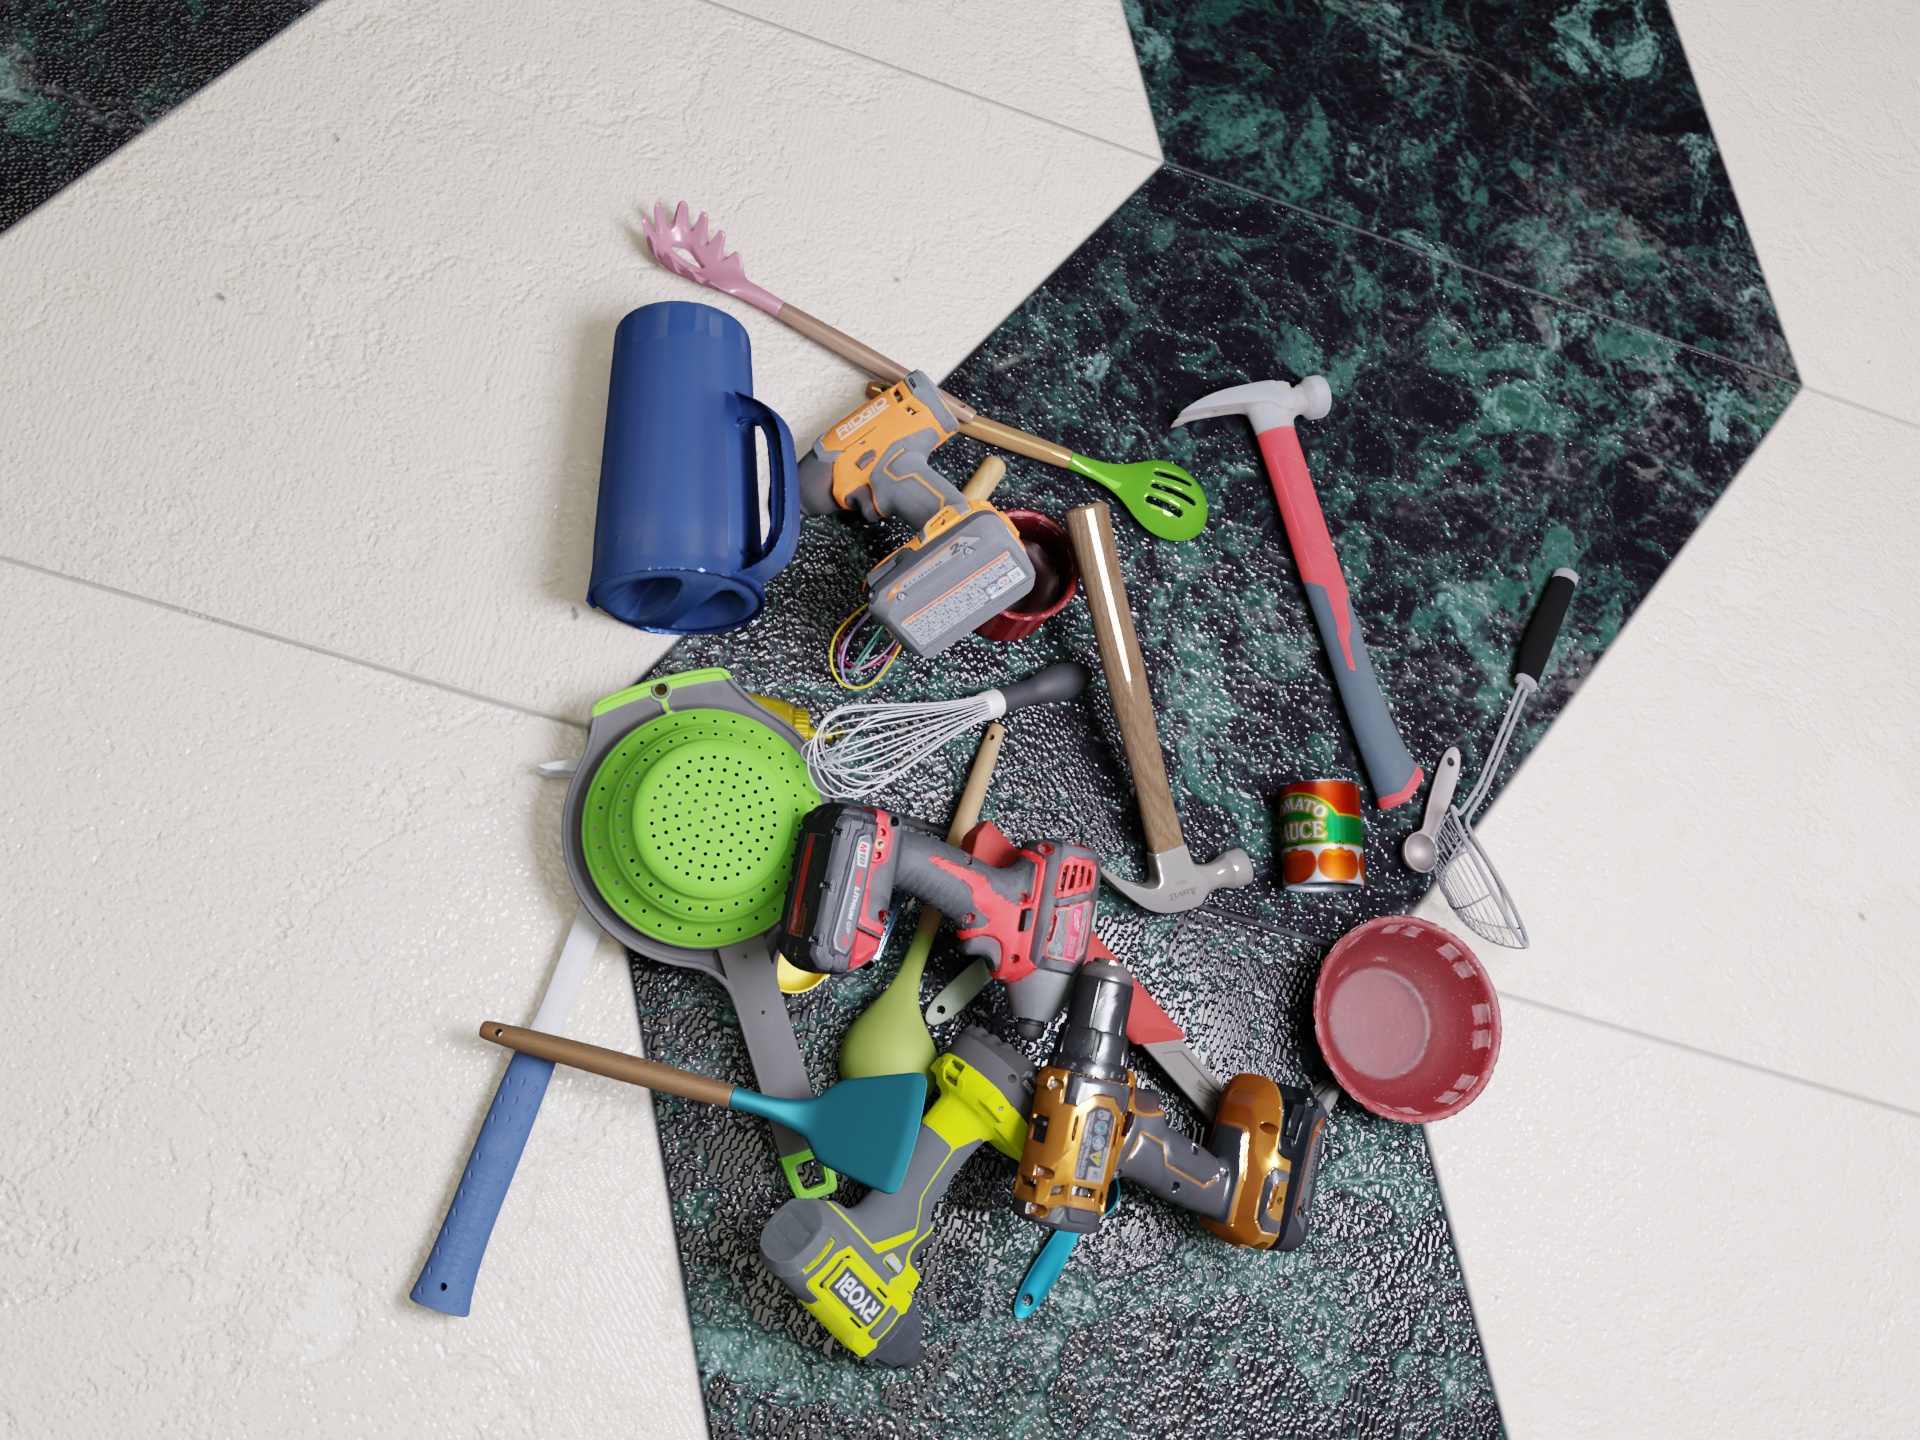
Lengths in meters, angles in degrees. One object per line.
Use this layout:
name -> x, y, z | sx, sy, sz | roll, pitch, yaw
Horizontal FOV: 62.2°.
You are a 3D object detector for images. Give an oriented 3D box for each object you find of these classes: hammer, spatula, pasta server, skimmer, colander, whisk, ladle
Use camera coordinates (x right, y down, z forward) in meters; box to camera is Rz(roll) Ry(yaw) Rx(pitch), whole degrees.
hammer -> 0.134, -0.007, 1.253 | 0.130, 0.031, 0.331 | -17, 98, -16
spatula -> -0.183, 0.249, 1.096 | 0.317, 0.044, 0.082 | 13, 68, 5
pasta server -> -0.124, -0.334, 1.325 | 0.316, 0.040, 0.060 | 30, 57, 1
skimmer -> 0.485, 0.020, 1.340 | 0.127, 0.090, 0.363 | 46, 62, -37
colander -> -0.155, 0.151, 1.132 | 0.204, 0.094, 0.397 | -17, 85, -16
whisk -> -0.033, -0.126, 1.297 | 0.047, 0.051, 0.245 | 32, 68, 4
whisk -> -0.002, -0.005, 1.231 | 0.284, 0.070, 0.070 | -19, 79, -36
hammer -> -0.303, 0.217, 1.151 | 0.144, 0.035, 0.406 | 21, 72, -6
ladle -> -0.016, 0.147, 1.231 | 0.078, 0.062, 0.320 | 10, 63, 20
hammer -> 0.300, -0.108, 1.363 | 0.143, 0.038, 0.386 | -12, 78, -13
hammer -> 0.134, 0.211, 1.216 | 0.149, 0.037, 0.359 | -44, 97, -18

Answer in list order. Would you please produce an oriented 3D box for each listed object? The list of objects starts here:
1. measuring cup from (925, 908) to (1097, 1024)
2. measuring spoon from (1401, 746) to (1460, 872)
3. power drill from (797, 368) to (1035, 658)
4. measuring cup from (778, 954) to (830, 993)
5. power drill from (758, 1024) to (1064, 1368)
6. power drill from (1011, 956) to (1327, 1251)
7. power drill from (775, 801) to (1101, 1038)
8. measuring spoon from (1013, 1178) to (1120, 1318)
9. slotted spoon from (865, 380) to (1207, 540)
measuring cup -> 0.038, 0.176, 1.231 | 0.167, 0.038, 0.083 | -40, 86, -20
measuring spoon -> 0.400, 0.075, 1.350 | 0.034, 0.018, 0.124 | 33, 64, -12
power drill -> -0.052, -0.157, 1.235 | 0.164, 0.084, 0.227 | -33, 51, 8
measuring cup -> -0.105, 0.138, 1.219 | 0.062, 0.029, 0.156 | 29, 69, -3
power drill -> -0.019, 0.345, 1.135 | 0.223, 0.080, 0.171 | -45, 124, -18
power drill -> 0.151, 0.278, 1.134 | 0.226, 0.084, 0.185 | 18, 78, -26
power drill -> -0.009, 0.140, 1.115 | 0.219, 0.078, 0.143 | 14, 83, -24
measuring spoon -> 0.075, 0.391, 1.198 | 0.042, 0.021, 0.128 | 34, 80, -3
slotted spoon -> 0.068, -0.229, 1.353 | 0.313, 0.031, 0.070 | 19, 71, -5
